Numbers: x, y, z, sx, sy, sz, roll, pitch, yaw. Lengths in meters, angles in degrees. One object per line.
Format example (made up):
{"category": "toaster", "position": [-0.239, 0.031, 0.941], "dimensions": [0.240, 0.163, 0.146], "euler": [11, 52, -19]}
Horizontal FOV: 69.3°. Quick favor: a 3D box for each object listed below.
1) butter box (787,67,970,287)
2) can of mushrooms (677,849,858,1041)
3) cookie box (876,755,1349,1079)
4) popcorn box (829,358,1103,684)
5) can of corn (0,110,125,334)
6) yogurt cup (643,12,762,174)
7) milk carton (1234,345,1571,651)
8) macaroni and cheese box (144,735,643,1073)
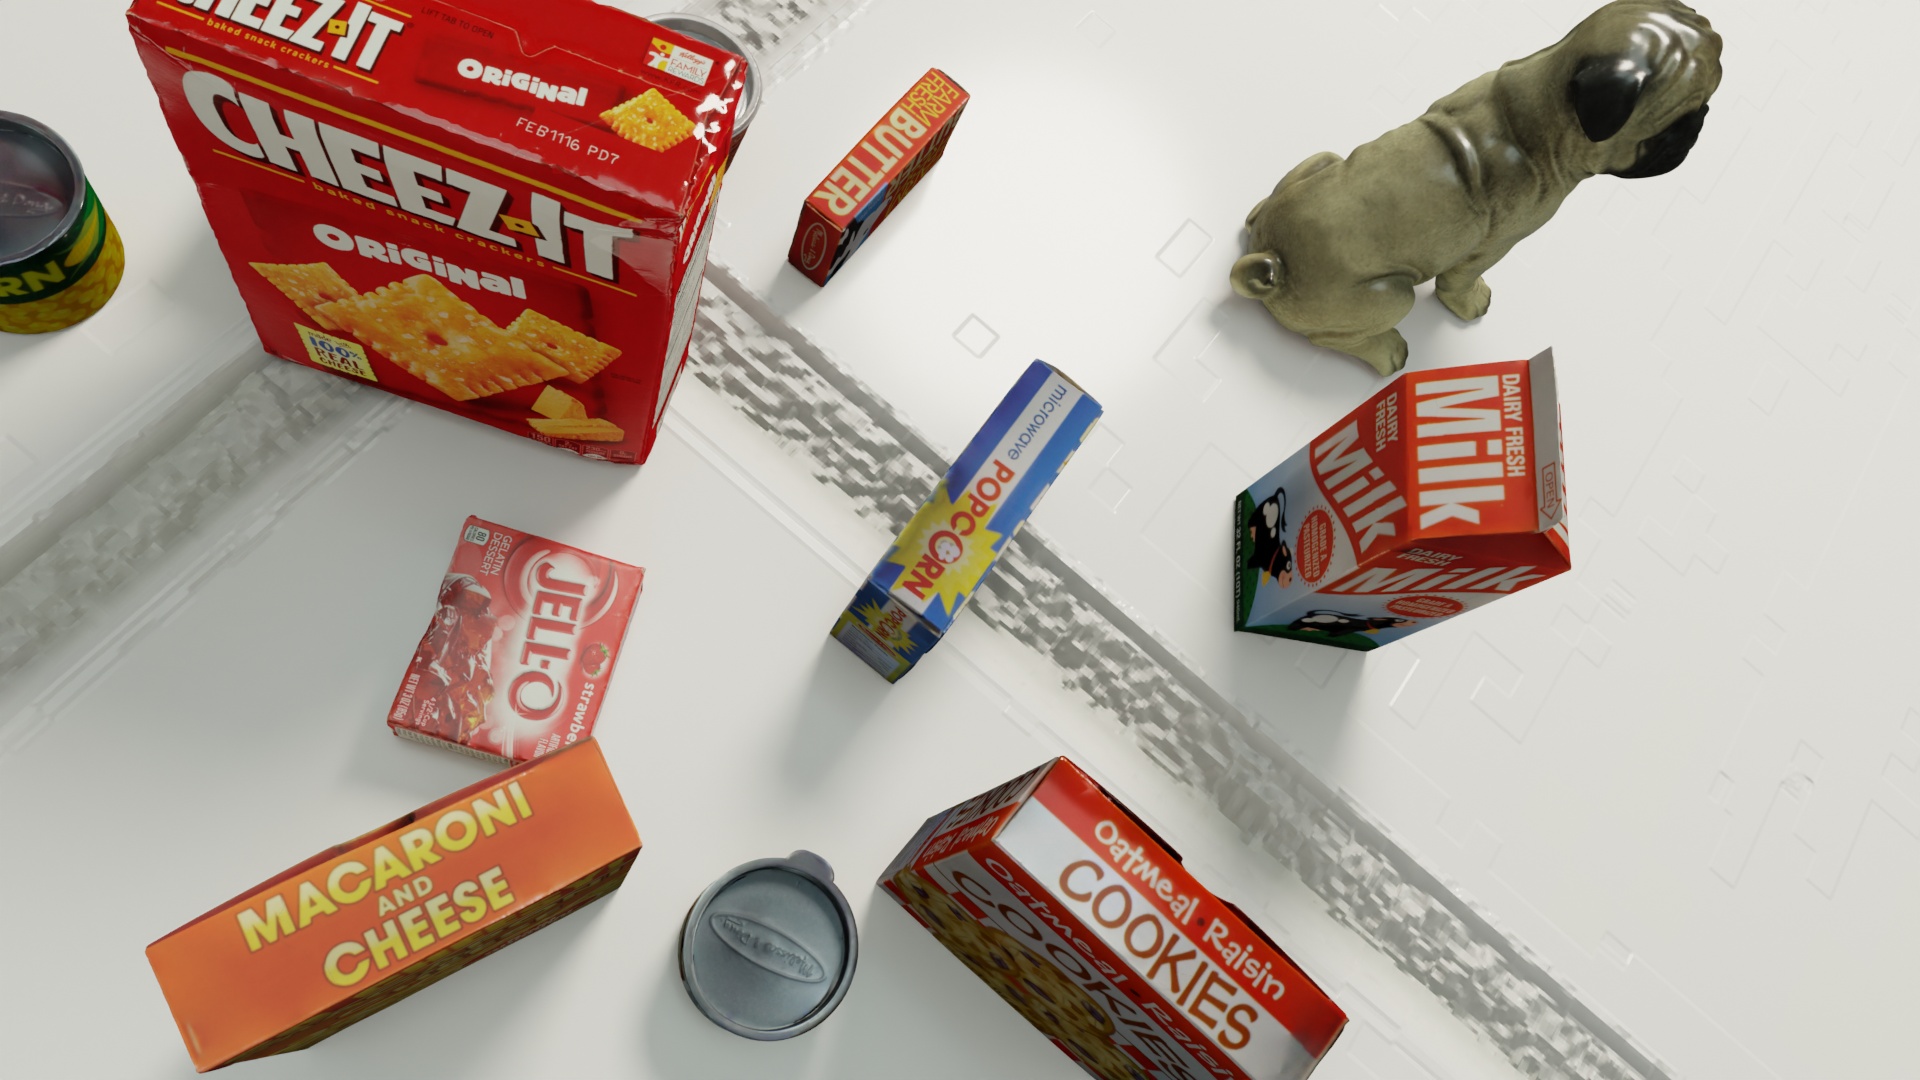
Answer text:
{"category": "butter box", "position": [-0.038, -0.169, 0.645], "dimensions": [0.024, 0.053, 0.104], "euler": [38, 66, -1]}
{"category": "can of mushrooms", "position": [-0.073, 0.155, 0.534], "dimensions": [0.071, 0.033, 0.071], "euler": [5, 71, -15]}
{"category": "cookie box", "position": [0.044, 0.143, 0.500], "dimensions": [0.123, 0.167, 0.040], "euler": [42, 66, 0]}
{"category": "popcorn box", "position": [0.002, -0.007, 0.584], "dimensions": [0.038, 0.085, 0.127], "euler": [37, 66, -2]}
{"category": "can of corn", "position": [-0.363, -0.117, 0.530], "dimensions": [0.071, 0.058, 0.071], "euler": [5, 71, -15]}
{"category": "yogurt cup", "position": [-0.127, -0.194, 0.628], "dimensions": [0.072, 0.053, 0.072], "euler": [5, 71, -15]}
{"category": "milk carton", "position": [0.189, -0.011, 0.582], "dimensions": [0.073, 0.190, 0.072], "euler": [9, 70, -13]}
{"category": "macaroni and cheese box", "position": [-0.171, 0.118, 0.446], "dimensions": [0.124, 0.166, 0.040], "euler": [-25, 81, -22]}
